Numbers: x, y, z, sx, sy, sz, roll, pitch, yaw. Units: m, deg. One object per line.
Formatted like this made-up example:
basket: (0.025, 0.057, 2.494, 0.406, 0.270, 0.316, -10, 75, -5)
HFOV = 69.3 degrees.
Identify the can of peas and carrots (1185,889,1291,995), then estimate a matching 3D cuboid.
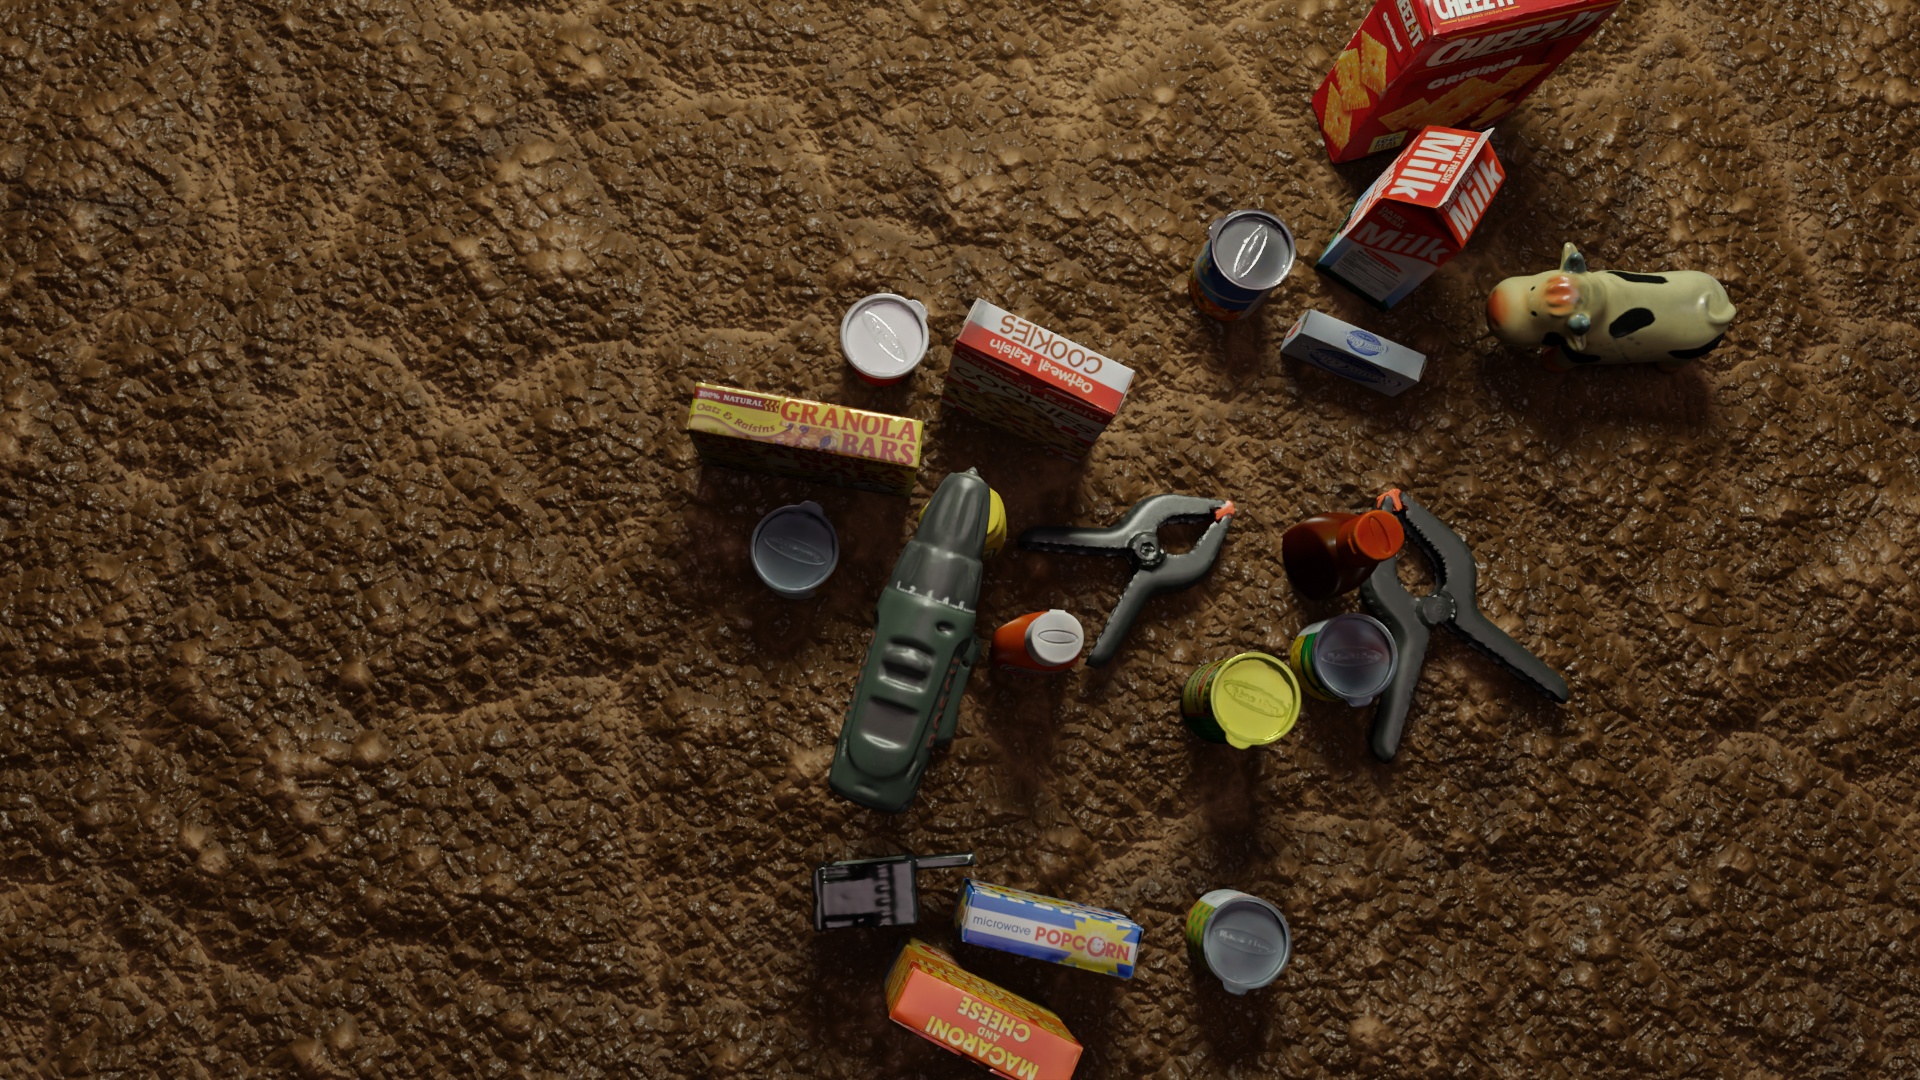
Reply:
can of peas and carrots: (0.206, 0.299, 1.037, 0.071, 0.058, 0.071, 1, 81, -4)

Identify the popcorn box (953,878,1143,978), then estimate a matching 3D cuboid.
popcorn box: (0.061, 0.282, 1.014, 0.127, 0.085, 0.038, 13, 81, -2)

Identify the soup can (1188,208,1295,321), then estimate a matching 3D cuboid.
soup can: (0.220, -0.220, 1.108, 0.071, 0.083, 0.071, 1, 81, -4)

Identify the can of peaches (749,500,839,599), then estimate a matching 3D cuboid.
can of peaches: (-0.124, 0.008, 1.057, 0.071, 0.058, 0.071, 1, 81, -4)

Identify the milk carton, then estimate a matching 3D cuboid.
milk carton: (0.350, -0.251, 1.069, 0.073, 0.190, 0.072, 33, 81, 1)

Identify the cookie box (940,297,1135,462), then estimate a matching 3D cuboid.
cookie box: (0.052, -0.114, 1.035, 0.123, 0.167, 0.040, 24, 81, -1)

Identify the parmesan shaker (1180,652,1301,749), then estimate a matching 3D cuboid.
parmesan shaker: (0.206, 0.123, 1.042, 0.071, 0.103, 0.071, 1, 81, -4)

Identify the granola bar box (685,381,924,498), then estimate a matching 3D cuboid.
granola bar box: (-0.113, -0.073, 1.037, 0.166, 0.124, 0.039, 9, 81, -3)

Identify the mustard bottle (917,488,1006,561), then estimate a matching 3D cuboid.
mustard bottle: (0.004, -0.013, 1.018, 0.065, 0.160, 0.049, -7, 82, -6)

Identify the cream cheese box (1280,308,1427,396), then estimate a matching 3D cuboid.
cream cheese box: (0.316, -0.151, 1.120, 0.104, 0.053, 0.024, 22, 80, -1)

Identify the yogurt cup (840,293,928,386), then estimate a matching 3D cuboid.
yogurt cup: (-0.060, -0.154, 1.090, 0.072, 0.054, 0.072, 1, 81, -4)

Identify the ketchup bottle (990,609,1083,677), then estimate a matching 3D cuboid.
ketchup bottle: (0.060, 0.075, 1.015, 0.065, 0.148, 0.043, 4, 81, -4)

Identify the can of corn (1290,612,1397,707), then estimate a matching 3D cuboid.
can of corn: (0.296, 0.094, 1.077, 0.071, 0.058, 0.071, 1, 81, -4)

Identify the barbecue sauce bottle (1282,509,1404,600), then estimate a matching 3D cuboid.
barbecue sauce bottle: (0.287, 0.007, 1.044, 0.044, 0.148, 0.065, -21, 84, -7)

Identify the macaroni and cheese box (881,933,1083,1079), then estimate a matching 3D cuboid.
macaroni and cheese box: (0.010, 0.326, 0.962, 0.124, 0.166, 0.040, 26, 81, 0)
